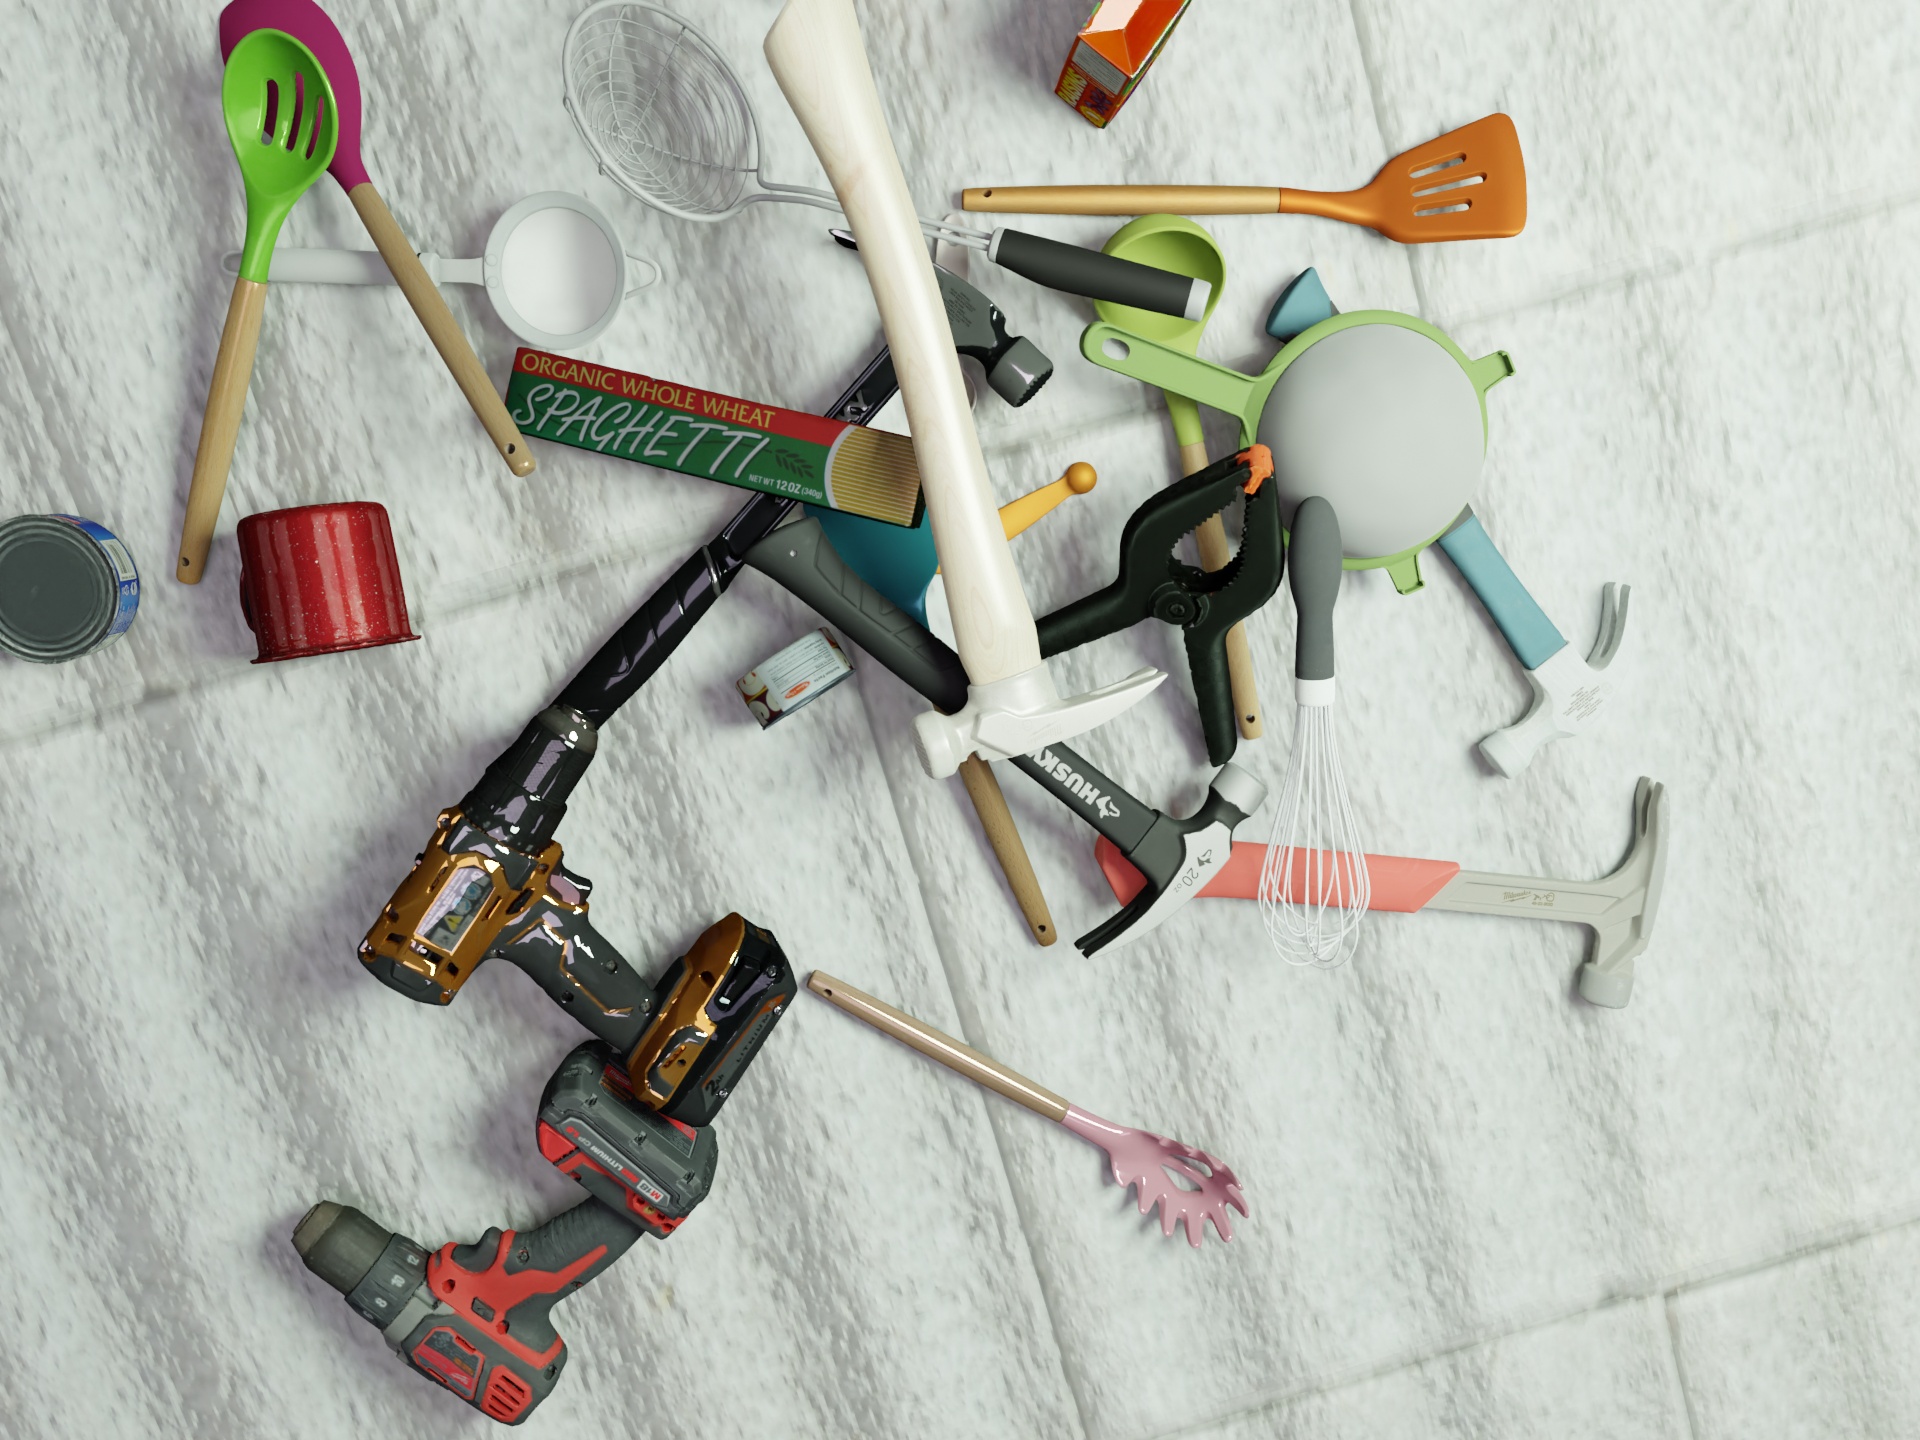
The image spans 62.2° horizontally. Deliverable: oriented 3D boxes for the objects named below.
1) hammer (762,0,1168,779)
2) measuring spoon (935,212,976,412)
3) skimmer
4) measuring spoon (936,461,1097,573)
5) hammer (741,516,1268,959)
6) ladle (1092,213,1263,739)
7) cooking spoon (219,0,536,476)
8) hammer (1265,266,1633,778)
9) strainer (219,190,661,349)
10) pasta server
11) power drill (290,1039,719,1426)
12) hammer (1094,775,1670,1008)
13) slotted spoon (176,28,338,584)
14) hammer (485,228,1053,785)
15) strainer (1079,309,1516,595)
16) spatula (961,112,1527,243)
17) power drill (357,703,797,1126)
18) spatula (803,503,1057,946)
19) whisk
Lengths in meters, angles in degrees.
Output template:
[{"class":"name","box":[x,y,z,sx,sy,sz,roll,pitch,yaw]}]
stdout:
[{"class":"hammer","box":[-0.007,-0.180,0.847,0.146,0.038,0.410,-19,104,-9]},{"class":"measuring spoon","box":[-0.005,-0.236,0.942,0.034,0.018,0.124,2,93,5]},{"class":"skimmer","box":[-0.036,-0.296,0.863,0.363,0.090,0.127,16,58,4]},{"class":"measuring spoon","box":[0.032,-0.121,0.962,0.117,0.011,0.021,-31,100,2]},{"class":"hammer","box":[0.013,0.000,0.923,0.334,0.035,0.146,38,89,-12]},{"class":"ladle","box":[0.144,-0.138,0.946,0.078,0.062,0.320,-12,103,8]},{"class":"cooking spoon","box":[-0.319,-0.272,0.879,0.069,0.017,0.319,-31,87,4]},{"class":"hammer","box":[0.292,-0.128,0.968,0.128,0.033,0.331,-38,100,3]},{"class":"strainer","box":[-0.294,-0.257,0.905,0.258,0.050,0.087,3,102,1]},{"class":"pasta server","box":[0.042,0.240,1.010,0.316,0.040,0.060,29,107,-7]},{"class":"power drill","box":[-0.281,0.306,0.982,0.188,0.080,0.226,40,98,-9]},{"class":"hammer","box":[0.265,0.093,1.001,0.359,0.037,0.149,6,99,-5]},{"class":"slotted spoon","box":[-0.404,-0.223,0.891,0.070,0.031,0.313,22,107,5]},{"class":"hammer","box":[-0.137,-0.107,0.935,0.149,0.036,0.409,44,97,3]},{"class":"strainer","box":[0.190,-0.170,0.890,0.256,0.069,0.151,17,103,-13]},{"class":"spatula","box":[0.162,-0.309,0.926,0.322,0.041,0.081,-1,76,-2]},{"class":"power drill","box":[-0.206,0.114,0.934,0.226,0.084,0.185,33,90,-17]},{"class":"spatula","box":[-0.002,-0.003,0.974,0.082,0.044,0.317,-21,105,7]},{"class":"whisk","box":[0.204,0.013,0.914,0.070,0.070,0.284,-4,107,-3]}]
